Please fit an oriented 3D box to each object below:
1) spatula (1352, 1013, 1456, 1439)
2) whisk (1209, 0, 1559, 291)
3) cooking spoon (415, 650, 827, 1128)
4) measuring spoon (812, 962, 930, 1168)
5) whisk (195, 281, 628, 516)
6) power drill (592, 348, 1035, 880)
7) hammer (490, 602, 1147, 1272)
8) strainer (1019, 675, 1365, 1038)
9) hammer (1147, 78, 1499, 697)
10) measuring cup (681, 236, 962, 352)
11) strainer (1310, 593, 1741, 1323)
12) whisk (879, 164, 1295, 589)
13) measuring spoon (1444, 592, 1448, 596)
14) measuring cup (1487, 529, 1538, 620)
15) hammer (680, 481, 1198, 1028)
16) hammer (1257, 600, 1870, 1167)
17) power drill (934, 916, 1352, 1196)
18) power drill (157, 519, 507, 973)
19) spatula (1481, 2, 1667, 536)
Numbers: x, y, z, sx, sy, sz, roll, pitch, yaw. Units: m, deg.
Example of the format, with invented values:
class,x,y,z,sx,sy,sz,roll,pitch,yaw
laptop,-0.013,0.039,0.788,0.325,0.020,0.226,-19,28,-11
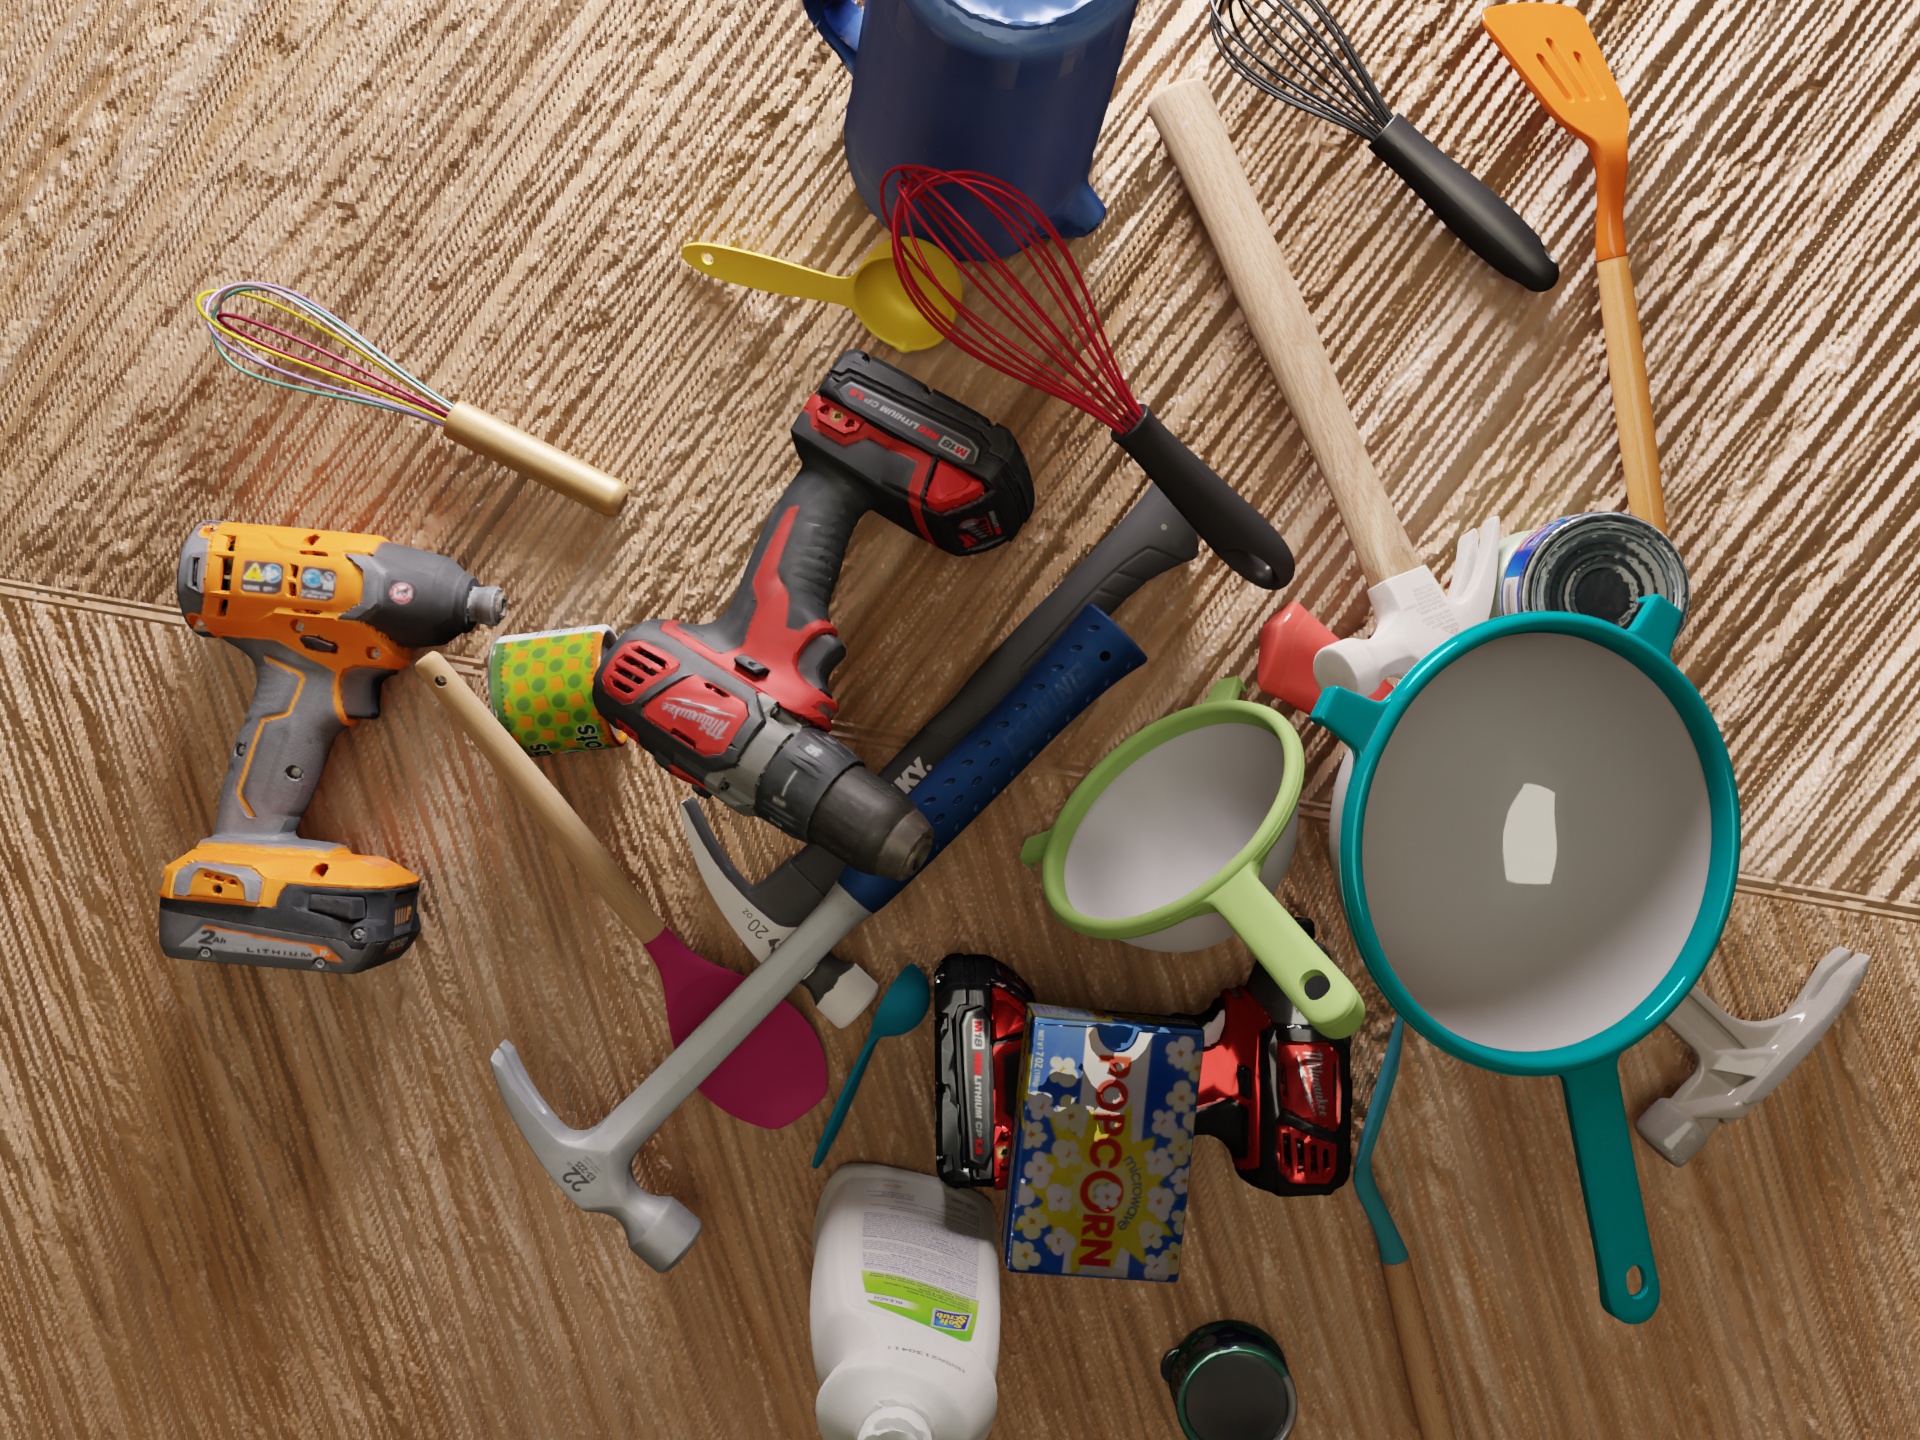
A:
class,x,y,z,sx,sy,sz,roll,pitch,yaw
spatula,0.248,0.310,0.847,0.044,0.082,0.317,-12,98,19
whisk,0.220,-0.305,0.822,0.239,0.055,0.055,41,93,-4
cooking spoon,-0.175,0.092,0.830,0.069,0.017,0.318,-36,107,1
measuring spoon,-0.046,0.191,0.857,0.021,0.042,0.128,27,101,13
whisk,-0.292,-0.168,0.845,0.245,0.047,0.051,27,92,-3
power drill,-0.051,-0.048,0.786,0.188,0.080,0.227,31,81,17
hammer,-0.066,0.094,0.815,0.144,0.035,0.405,44,92,-7
strainer,0.134,0.086,0.761,0.151,0.257,0.069,-40,119,3
hammer,0.179,-0.178,0.818,0.130,0.031,0.331,-20,85,-26
measuring cup,-0.072,-0.238,0.840,0.156,0.062,0.029,16,52,13
strainer,0.269,0.116,0.766,0.211,0.095,0.340,-15,97,-16
whisk,0.069,-0.157,0.767,0.295,0.073,0.073,40,93,-27
measuring spoon,0.254,-0.010,0.854,0.021,0.011,0.117,5,89,-2
measuring cup,0.334,-0.026,0.834,0.083,0.038,0.167,-35,89,3
hammer,-0.001,-0.003,0.847,0.146,0.035,0.335,44,93,-1
hammer,0.300,0.063,0.832,0.359,0.037,0.149,43,90,-3
power drill,0.096,0.175,0.834,0.219,0.078,0.143,0,93,-1
power drill,-0.328,0.013,0.836,0.164,0.084,0.226,5,89,1
spatula,0.334,-0.213,0.826,0.081,0.041,0.322,-18,101,-31
